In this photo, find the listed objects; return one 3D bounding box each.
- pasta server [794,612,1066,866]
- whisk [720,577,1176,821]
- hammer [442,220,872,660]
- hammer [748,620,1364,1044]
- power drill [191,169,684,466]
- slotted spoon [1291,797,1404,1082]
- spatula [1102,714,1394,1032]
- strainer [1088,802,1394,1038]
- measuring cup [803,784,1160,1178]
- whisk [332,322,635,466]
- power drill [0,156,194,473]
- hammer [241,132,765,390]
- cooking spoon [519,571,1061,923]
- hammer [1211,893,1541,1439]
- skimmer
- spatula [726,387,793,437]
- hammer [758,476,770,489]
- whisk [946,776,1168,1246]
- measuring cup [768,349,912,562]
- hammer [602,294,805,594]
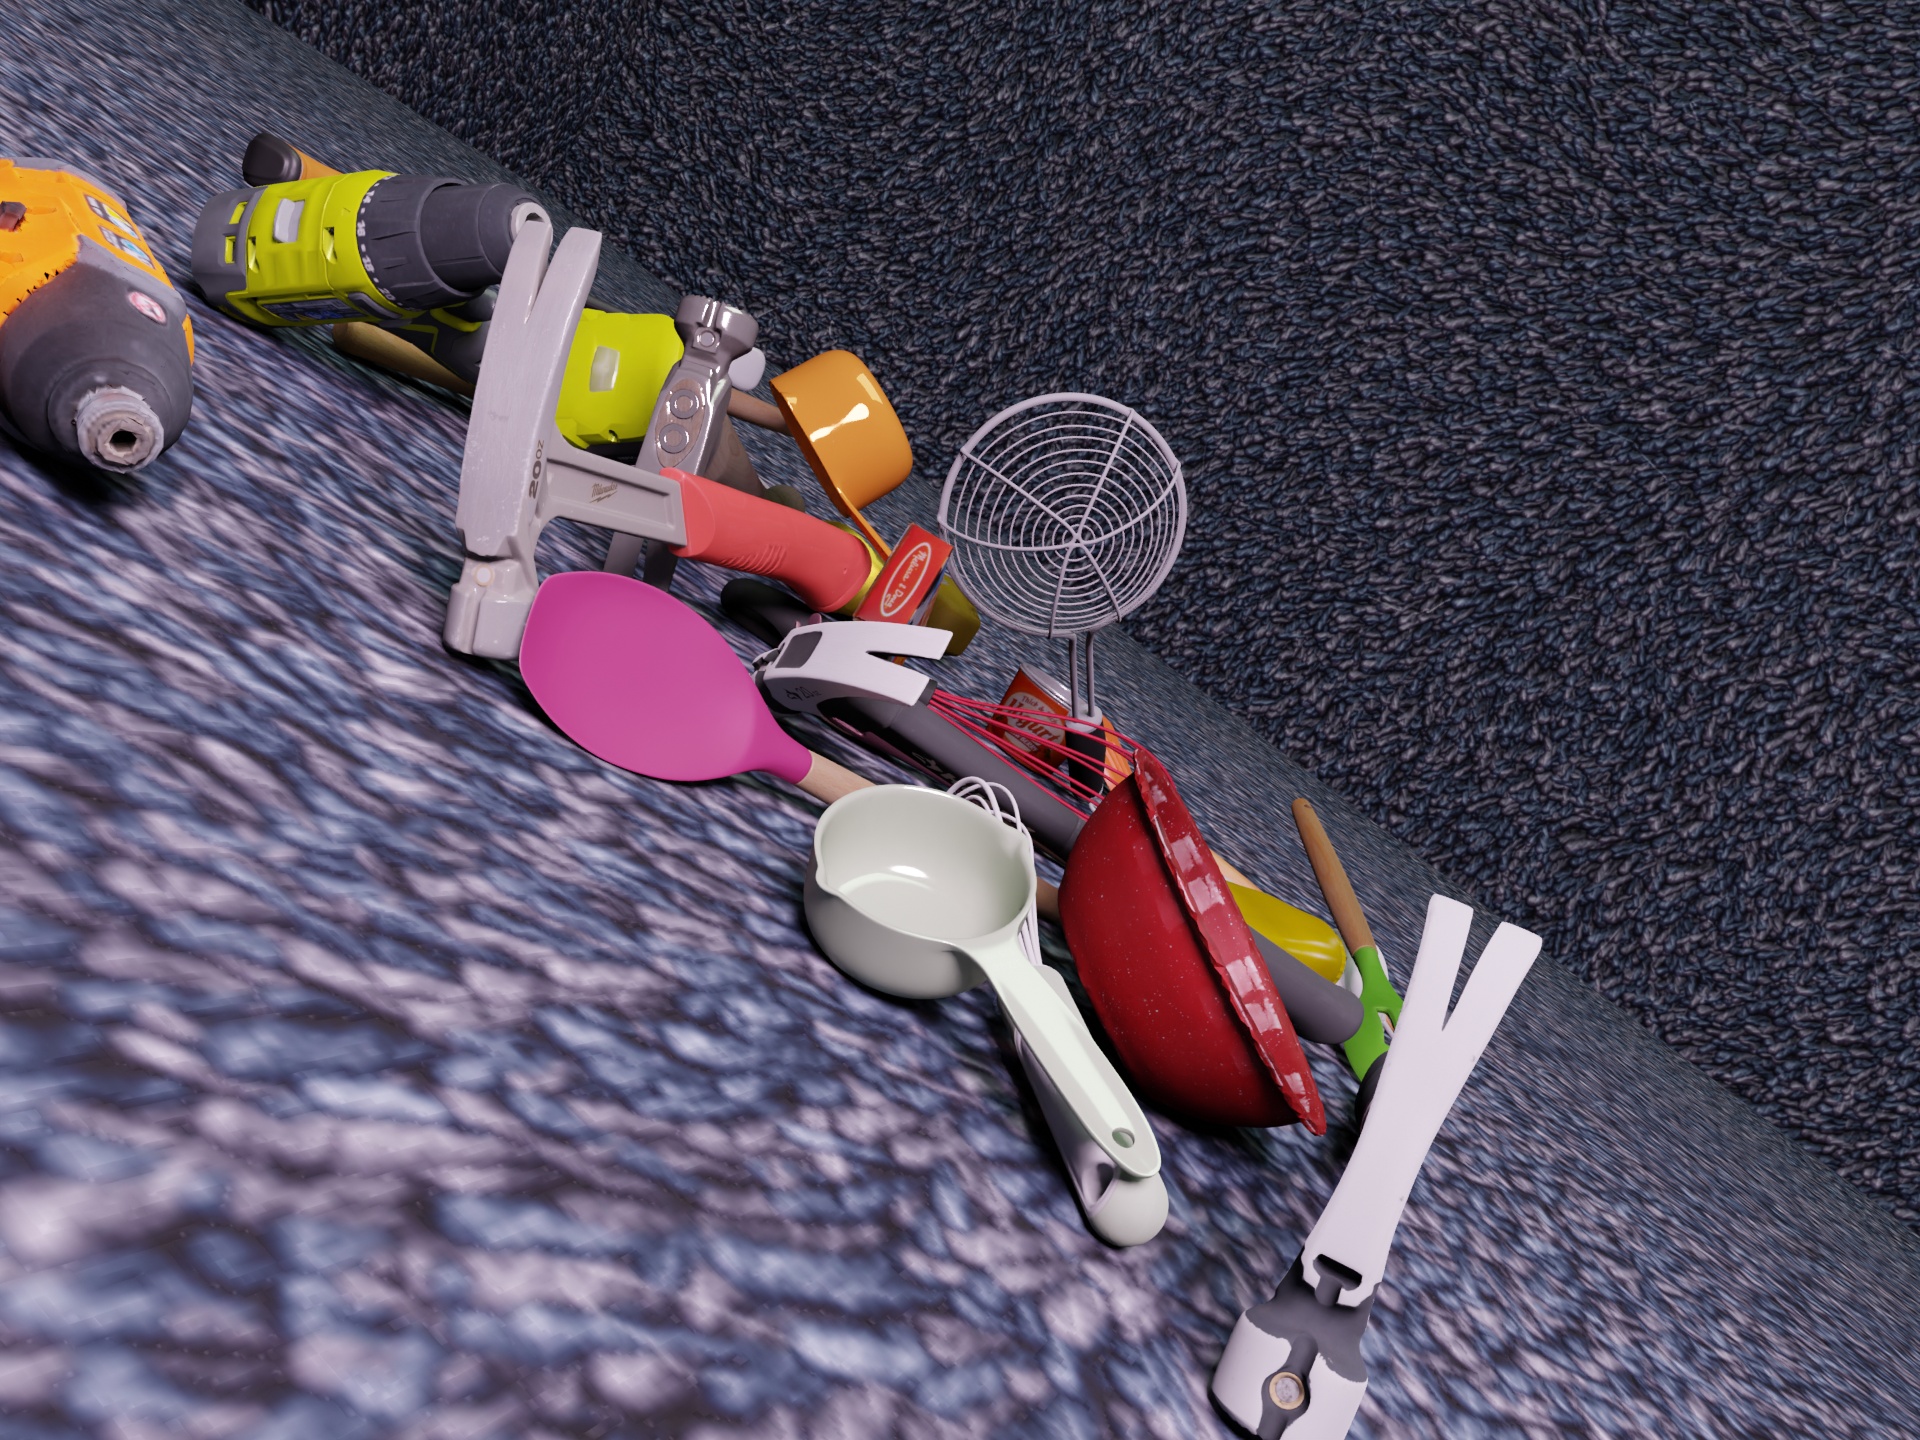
[{"bbox_3d":[0.035,0.045,0.849,0.316,0.040,0.060,34,-23,-23],"label":"pasta server"},{"bbox_3d":[-0.001,-0.003,0.892,0.295,0.073,0.073,29,10,-8],"label":"whisk"},{"bbox_3d":[-0.108,-0.097,0.703,0.037,0.149,0.359,14,4,14],"label":"hammer"},{"bbox_3d":[0.061,0.059,0.729,0.334,0.035,0.146,35,-19,-19],"label":"hammer"},{"bbox_3d":[-0.229,-0.200,0.791,0.190,0.080,0.228,4,-9,27],"label":"power drill"},{"bbox_3d":[0.243,0.130,0.987,0.070,0.031,0.314,17,25,-10],"label":"slotted spoon"},{"bbox_3d":[0.190,0.101,1.117,0.323,0.041,0.081,41,10,24],"label":"spatula"},{"bbox_3d":[0.192,0.124,1.025,0.258,0.050,0.087,33,24,1],"label":"strainer"},{"bbox_3d":[0.007,0.088,0.508,0.083,0.038,0.168,-10,45,-34],"label":"measuring cup"},{"bbox_3d":[-0.267,-0.191,0.943,0.047,0.051,0.244,17,3,31],"label":"whisk"},{"bbox_3d":[-0.316,-0.147,0.423,0.226,0.084,0.164,31,11,-49],"label":"power drill"},{"bbox_3d":[-0.289,-0.290,1.020,0.336,0.034,0.127,15,10,-43],"label":"hammer"},{"bbox_3d":[-0.048,0.029,0.645,0.017,0.069,0.318,-9,-29,40],"label":"cooking spoon"},{"bbox_3d":[0.161,0.147,0.598,0.036,0.149,0.408,23,-2,18],"label":"hammer"},{"bbox_3d":[0.064,-0.050,0.921,0.363,0.127,0.090,77,-1,-67],"label":"skimmer"},{"bbox_3d":[-0.214,-0.236,1.054,0.316,0.018,0.059,27,5,35],"label":"spatula"},{"bbox_3d":[-0.267,-0.220,1.064,0.143,0.038,0.386,45,13,36],"label":"hammer"},{"bbox_3d":[0.022,0.091,0.561,0.059,0.058,0.247,27,17,-26],"label":"whisk"},{"bbox_3d":[-0.043,-0.134,0.873,0.174,0.052,0.095,55,-6,30],"label":"measuring cup"},{"bbox_3d":[-0.132,-0.122,0.927,0.038,0.146,0.410,17,0,0],"label":"hammer"}]
